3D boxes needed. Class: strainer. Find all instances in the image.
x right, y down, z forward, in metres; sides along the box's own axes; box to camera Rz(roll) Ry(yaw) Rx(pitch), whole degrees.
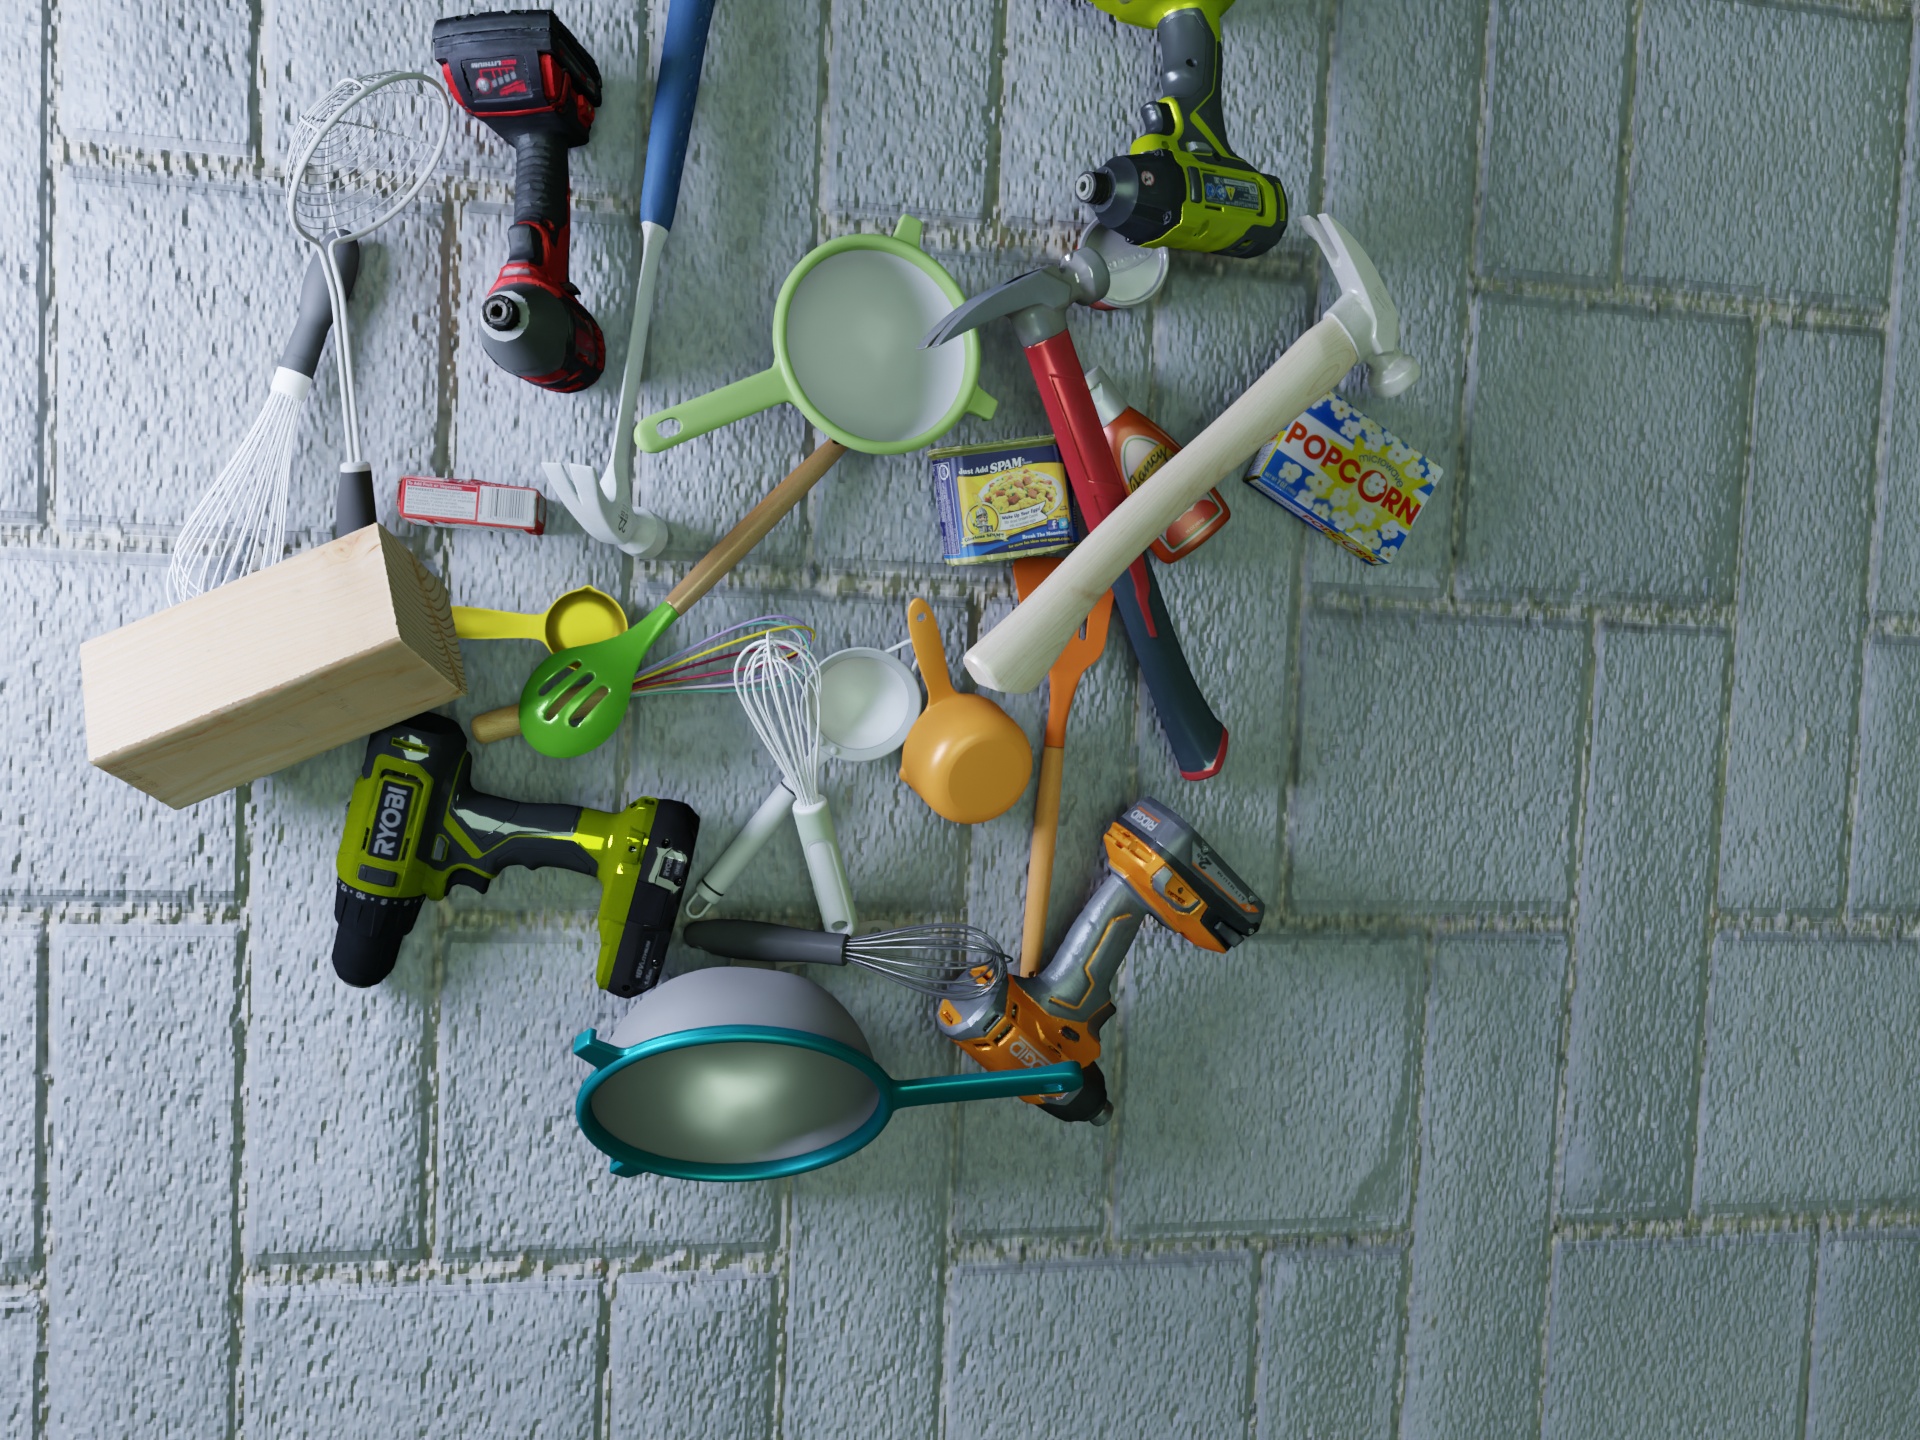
[{"bbox_3d":[-0.110,-0.232,1.087,0.256,0.069,0.151,-27,99,-21],"label":"strainer"},{"bbox_3d":[-0.115,0.039,1.135,0.086,0.050,0.258,38,92,-21],"label":"strainer"},{"bbox_3d":[-0.089,0.226,1.095,0.340,0.210,0.095,-3,50,-5],"label":"strainer"}]

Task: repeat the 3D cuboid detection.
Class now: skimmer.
[{"bbox_3d":[-0.372,-0.224,1.028,0.090,0.127,0.363,4,104,15],"label":"skimmer"}]

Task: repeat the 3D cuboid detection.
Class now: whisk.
[{"bbox_3d":[-0.105,0.051,1.097,0.058,0.059,0.246,-11,117,1],"label":"whisk"},{"bbox_3d":[-0.218,-0.024,1.112,0.245,0.047,0.051,-16,98,-5],"label":"whisk"},{"bbox_3d":[-0.450,-0.191,1.047,0.070,0.070,0.284,19,86,-12],"label":"whisk"},{"bbox_3d":[-0.081,0.160,1.116,0.239,0.055,0.055,4,93,12],"label":"whisk"}]

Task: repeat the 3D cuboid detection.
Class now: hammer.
[{"bbox_3d":[0.151,-0.174,1.094,0.410,0.038,0.146,-43,116,-14],"label":"hammer"},{"bbox_3d":[0.099,-0.122,1.119,0.143,0.038,0.386,-31,111,-22],"label":"hammer"},{"bbox_3d":[-0.206,-0.320,1.060,0.035,0.144,0.405,7,86,10],"label":"hammer"}]

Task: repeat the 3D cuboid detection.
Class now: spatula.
[{"bbox_3d":[0.065,0.041,1.180,0.081,0.041,0.322,4,97,-12],"label":"spatula"}]

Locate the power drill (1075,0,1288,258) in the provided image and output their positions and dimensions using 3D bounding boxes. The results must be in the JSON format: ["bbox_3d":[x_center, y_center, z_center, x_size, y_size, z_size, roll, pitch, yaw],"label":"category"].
[{"bbox_3d":[0.139,-0.438,1.097,0.171,0.080,0.223,-5,85,-36],"label":"power drill"}]

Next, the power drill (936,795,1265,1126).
[{"bbox_3d":[0.112,0.186,1.163,0.226,0.084,0.164,-46,115,-3],"label":"power drill"}]

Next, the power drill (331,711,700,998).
[{"bbox_3d":[-0.307,0.110,1.081,0.228,0.080,0.190,15,101,-9],"label":"power drill"}]

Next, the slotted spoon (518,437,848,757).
[{"bbox_3d":[-0.183,-0.096,1.096,0.070,0.031,0.314,41,74,7],"label":"slotted spoon"}]

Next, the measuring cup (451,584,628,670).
[{"bbox_3d":[-0.308,-0.066,1.096,0.156,0.029,0.062,3,93,-9],"label":"measuring cup"}]

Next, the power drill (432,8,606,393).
[{"bbox_3d":[-0.279,-0.329,1.025,0.078,0.143,0.219,-3,93,5],"label":"power drill"}]

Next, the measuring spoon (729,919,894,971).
[{"bbox_3d":[-0.107,0.169,1.158,0.124,0.018,0.034,-14,68,-16],"label":"measuring spoon"}]

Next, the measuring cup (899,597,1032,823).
[{"bbox_3d":[-0.002,-0.004,1.114,0.095,0.052,0.173,-25,124,-14],"label":"measuring cup"}]
